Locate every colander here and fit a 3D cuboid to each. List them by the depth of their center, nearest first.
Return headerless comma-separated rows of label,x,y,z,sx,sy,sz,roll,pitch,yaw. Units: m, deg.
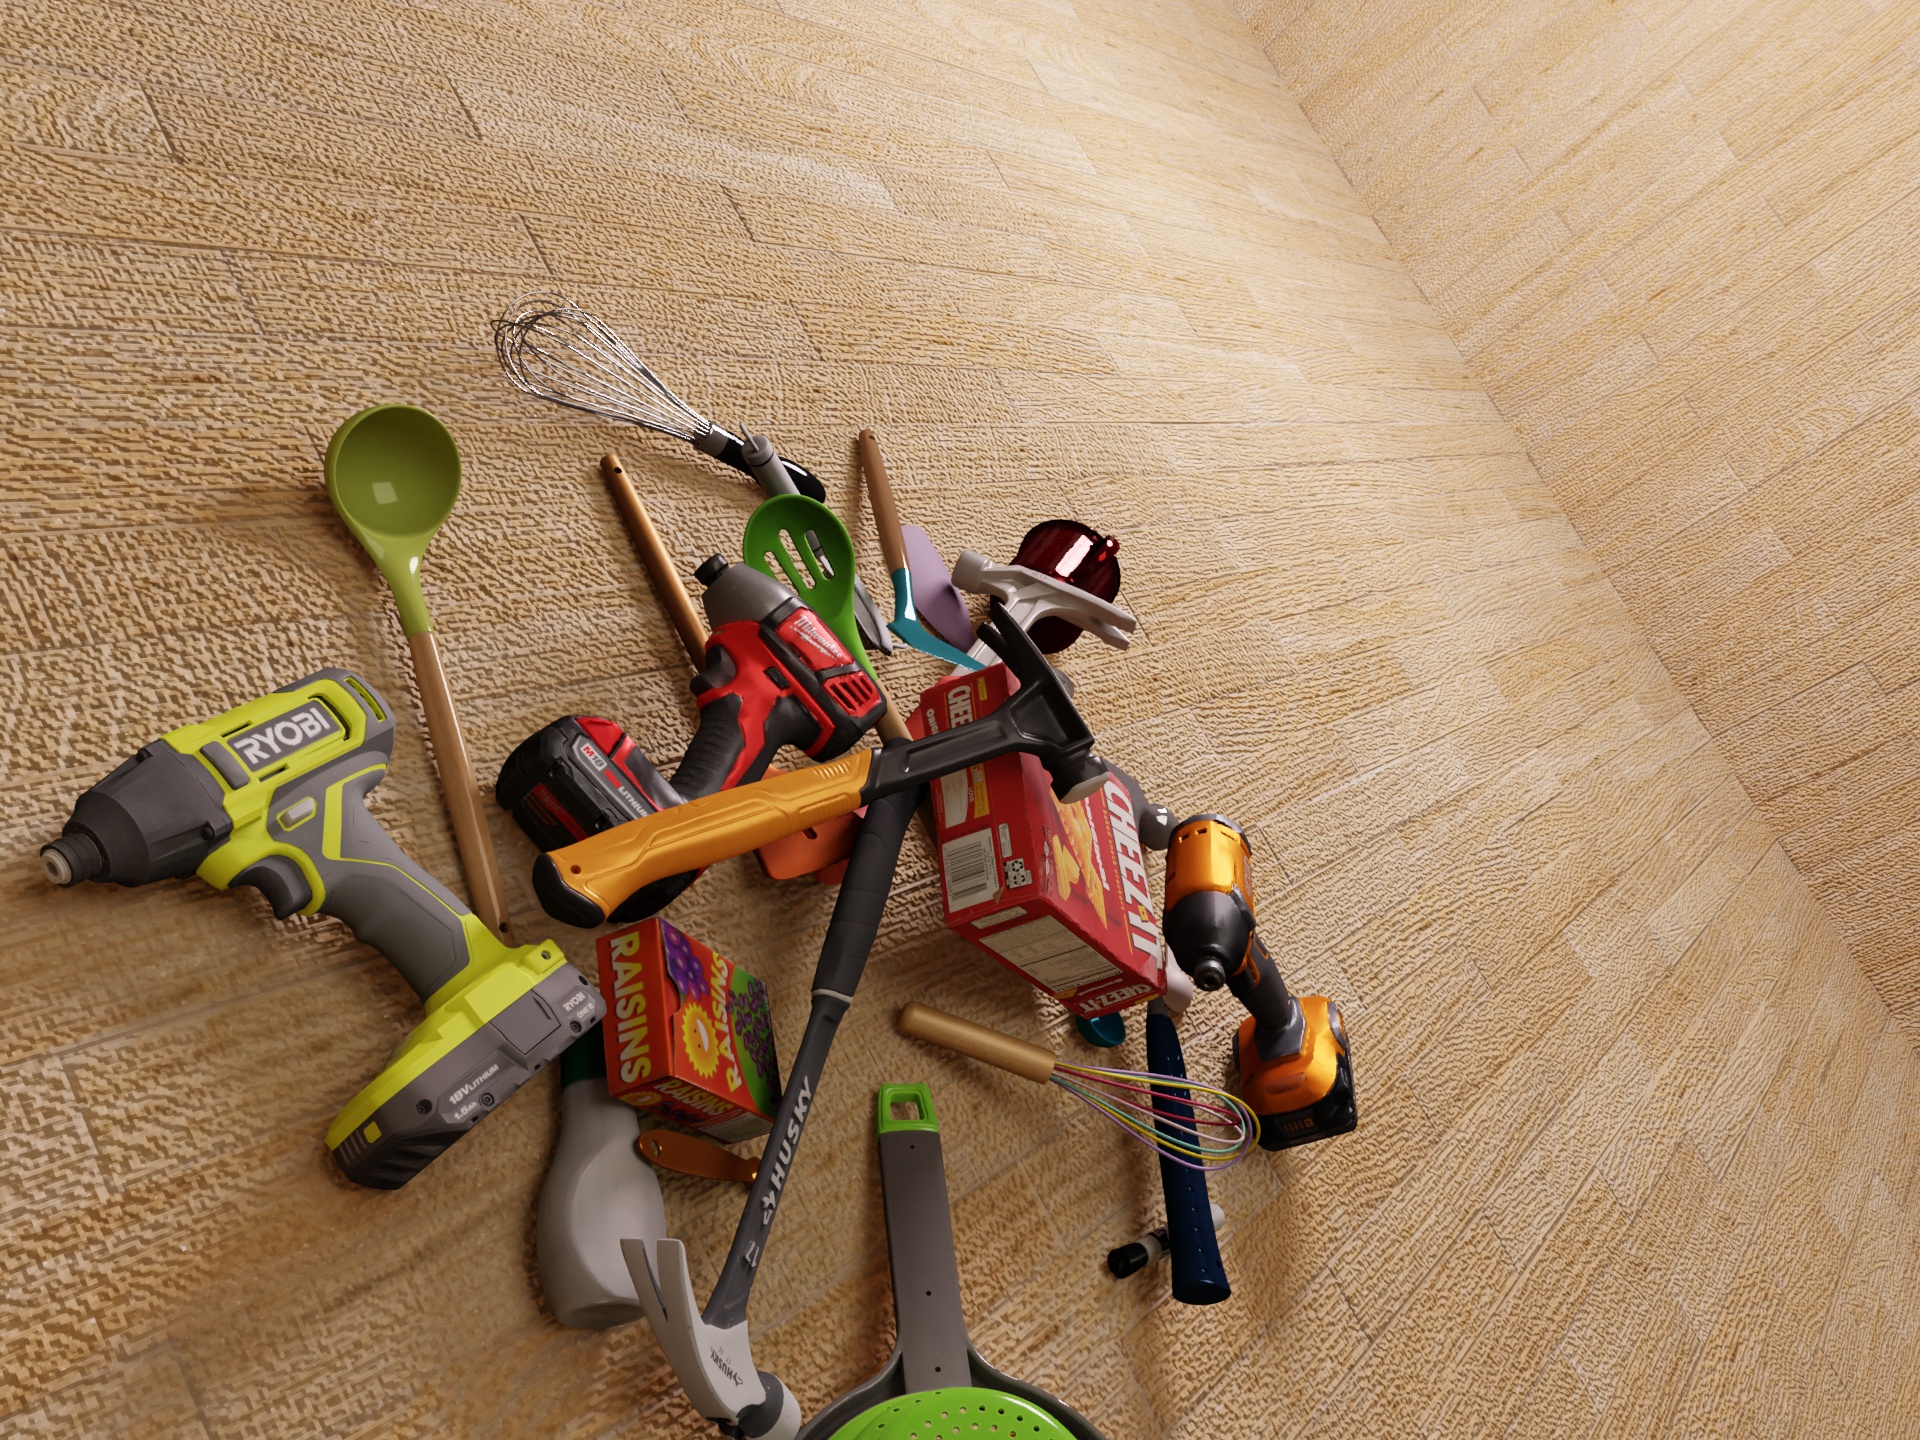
colander,-0.006,0.323,0.783,0.204,0.094,0.398,1,40,-10

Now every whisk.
whisk,0.078,0.223,1.004,0.245,0.047,0.051,22,53,-7
whisk,-0.199,-0.210,1.105,0.284,0.070,0.070,25,44,-42

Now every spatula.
spatula,-0.159,-0.041,1.017,0.081,0.041,0.323,-19,73,-32
spatula,-0.041,-0.131,1.187,0.082,0.044,0.318,19,36,-30
spatula,0.025,-0.019,1.231,0.059,0.018,0.316,-16,72,-48

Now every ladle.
ladle,-0.279,-0.027,0.856,0.078,0.062,0.320,-1,64,-47

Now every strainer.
strainer,-0.099,-0.114,1.080,0.258,0.050,0.087,61,6,-54

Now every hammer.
hammer,-0.077,0.161,0.854,0.409,0.036,0.149,-74,150,-44
hammer,-0.074,0.031,0.864,0.337,0.034,0.127,-19,70,-34
hammer,-0.002,-0.004,1.120,0.149,0.036,0.359,24,42,11
hammer,0.135,0.201,1.122,0.143,0.035,0.406,40,33,-41

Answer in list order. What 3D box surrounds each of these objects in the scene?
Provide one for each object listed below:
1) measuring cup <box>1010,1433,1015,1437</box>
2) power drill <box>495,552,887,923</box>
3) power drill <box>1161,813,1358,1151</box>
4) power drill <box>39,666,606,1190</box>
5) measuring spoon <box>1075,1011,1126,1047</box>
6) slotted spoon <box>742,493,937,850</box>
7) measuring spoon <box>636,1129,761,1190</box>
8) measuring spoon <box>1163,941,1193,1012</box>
measuring cup,0.033,0.456,0.808,0.095,0.052,0.174,-2,64,-50
power drill,-0.151,0.001,0.915,0.143,0.078,0.220,50,49,-6
power drill,0.209,0.198,1.139,0.226,0.084,0.164,61,21,-22
power drill,-0.286,0.094,0.729,0.223,0.080,0.171,49,35,0
measuring spoon,0.084,0.180,1.138,0.042,0.021,0.129,24,35,-39
slotted spoon,-0.049,0.001,1.015,0.070,0.031,0.314,-28,92,-10
measuring spoon,-0.132,0.226,0.813,0.116,0.011,0.021,41,28,-55
measuring spoon,0.172,0.173,1.237,0.034,0.018,0.124,38,37,-20
